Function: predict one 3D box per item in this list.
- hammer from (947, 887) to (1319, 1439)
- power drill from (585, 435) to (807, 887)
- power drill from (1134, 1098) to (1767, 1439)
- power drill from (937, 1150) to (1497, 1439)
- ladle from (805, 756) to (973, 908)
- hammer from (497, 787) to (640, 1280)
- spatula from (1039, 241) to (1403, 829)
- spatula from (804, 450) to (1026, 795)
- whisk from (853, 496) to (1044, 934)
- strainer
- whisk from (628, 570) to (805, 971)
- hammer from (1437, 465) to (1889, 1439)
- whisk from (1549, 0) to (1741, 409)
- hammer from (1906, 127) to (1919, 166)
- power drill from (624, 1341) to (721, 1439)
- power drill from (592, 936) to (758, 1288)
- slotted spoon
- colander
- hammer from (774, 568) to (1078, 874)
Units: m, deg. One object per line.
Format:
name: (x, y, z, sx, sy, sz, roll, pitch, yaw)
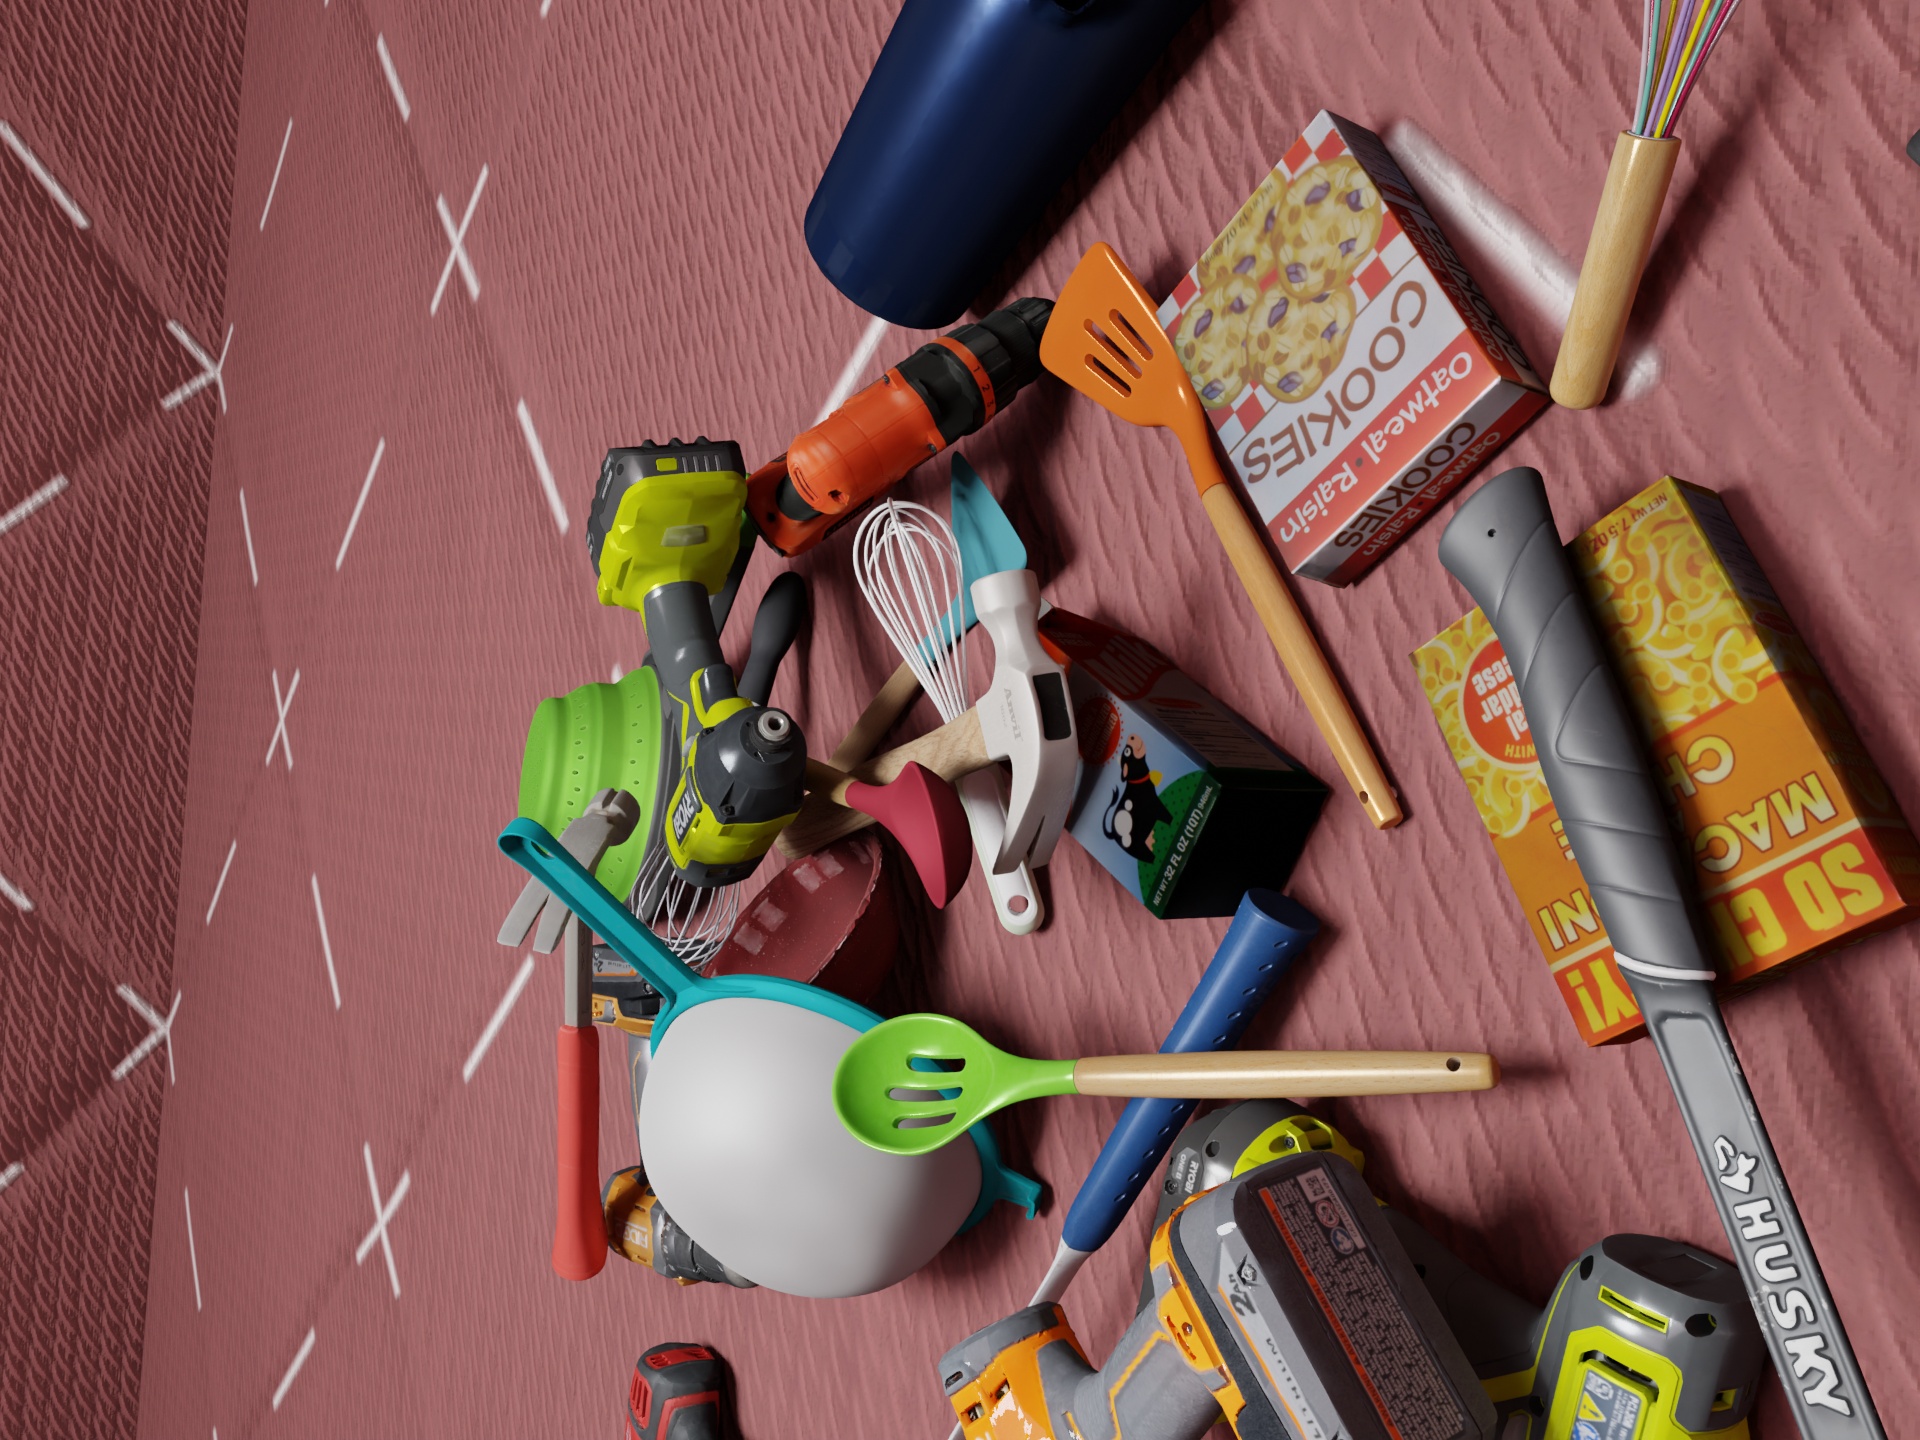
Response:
hammer: (0.050, 0.255, 0.752, 0.035, 0.144, 0.405, 41, 111, 39)
power drill: (-0.141, -0.038, 0.881, 0.171, 0.080, 0.223, 128, 129, -58)
power drill: (0.177, 0.262, 0.613, 0.229, 0.080, 0.190, 19, 100, 48)
power drill: (0.089, 0.278, 0.600, 0.226, 0.084, 0.164, -51, 56, 40)
ladle: (-0.066, 0.037, 0.847, 0.316, 0.031, 0.069, 16, 116, 62)
hammer: (-0.241, 0.225, 0.990, 0.149, 0.036, 0.358, -73, -8, -59)
spatula: (0.122, -0.088, 0.747, 0.081, 0.041, 0.323, -58, 45, 48)
spatula: (-0.045, -0.020, 0.951, 0.317, 0.044, 0.082, -52, 57, 36)
whisk: (-0.001, -0.003, 0.855, 0.059, 0.058, 0.246, 12, -120, -87)
strainer: (-0.131, 0.195, 0.826, 0.211, 0.340, 0.095, -27, 23, 40)
whisk: (-0.147, 0.026, 1.010, 0.070, 0.070, 0.285, -17, 51, 50)
hammer: (0.237, 0.096, 0.508, 0.149, 0.036, 0.409, -29, 61, 35)
whisk: (0.247, -0.226, 0.553, 0.047, 0.051, 0.244, 45, 139, 46)
hammer: (0.286, -0.348, 0.567, 0.143, 0.038, 0.387, -53, 48, 33)
power drill: (-0.156, 0.530, 1.013, 0.227, 0.080, 0.188, 13, 97, 55)
power drill: (-0.186, 0.266, 1.076, 0.185, 0.084, 0.226, -5, 87, 52)
slotted spoon: (0.074, 0.155, 0.686, 0.314, 0.031, 0.070, -10, 52, 35)
colander: (-0.233, -0.013, 1.093, 0.205, 0.094, 0.396, -105, 32, -43)
hammer: (-0.032, 0.033, 0.844, 0.331, 0.031, 0.130, -29, 72, 60)
